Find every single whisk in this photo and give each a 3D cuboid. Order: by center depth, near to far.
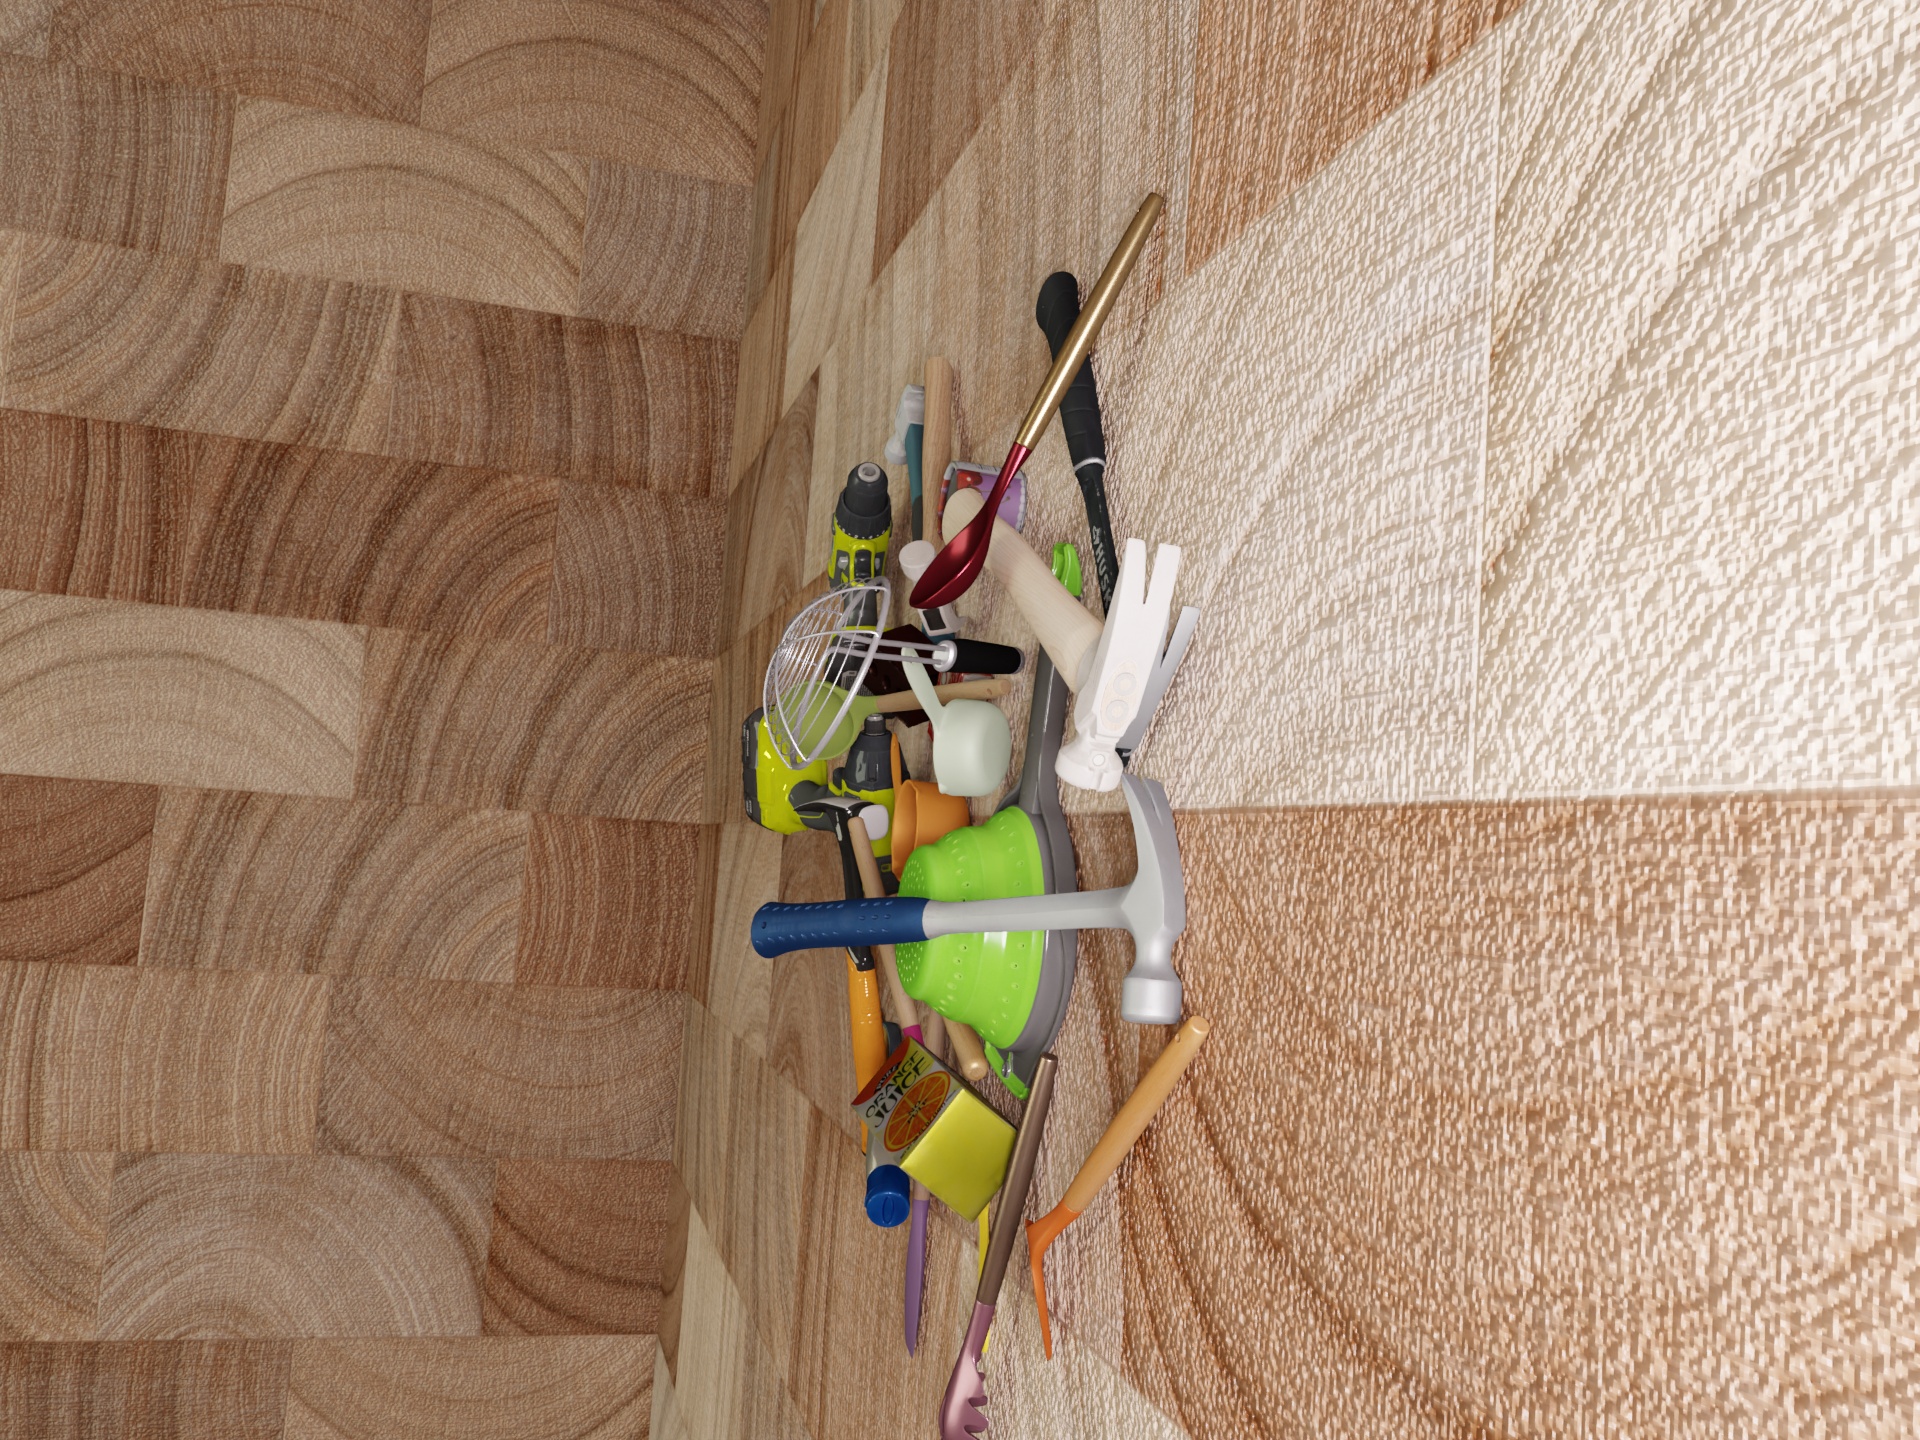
[{"bbox_3d":[-0.018,0.214,1.315,0.245,0.047,0.051,-116,29,-58],"label":"whisk"}]

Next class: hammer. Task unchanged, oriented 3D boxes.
[{"bbox_3d":[-0.011,0.125,1.051,0.405,0.035,0.144,-11,70,48],"label":"hammer"},{"bbox_3d":[0.049,-0.101,1.066,0.411,0.038,0.146,-120,42,-64],"label":"hammer"},{"bbox_3d":[0.090,-0.162,1.075,0.149,0.036,0.409,117,154,-50],"label":"hammer"},{"bbox_3d":[-0.021,-0.210,1.434,0.129,0.031,0.332,72,-166,-49],"label":"hammer"},{"bbox_3d":[-0.095,0.237,1.464,0.127,0.034,0.337,4,101,57],"label":"hammer"},{"bbox_3d":[-0.036,-0.198,1.541,0.128,0.033,0.331,112,157,-49],"label":"hammer"}]

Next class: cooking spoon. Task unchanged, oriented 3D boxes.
[{"bbox_3d":[-0.048,0.231,1.330,0.068,0.017,0.319,124,132,-65],"label":"cooking spoon"}]

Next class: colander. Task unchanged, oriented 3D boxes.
[{"bbox_3d":[0.018,0.067,1.140,0.204,0.094,0.397,-151,67,-73],"label":"colander"}]

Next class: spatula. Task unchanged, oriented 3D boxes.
[{"bbox_3d":[0.086,0.279,0.964,0.081,0.041,0.322,-98,25,-46],"label":"spatula"},{"bbox_3d":[-0.031,0.380,1.354,0.060,0.018,0.316,-164,79,-78],"label":"spatula"}]

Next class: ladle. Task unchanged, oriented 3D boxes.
[{"bbox_3d":[0.054,-0.208,1.068,0.315,0.031,0.069,-61,19,10],"label":"ladle"},{"bbox_3d":[-0.062,-0.010,1.360,0.320,0.062,0.078,-7,114,56],"label":"ladle"}]

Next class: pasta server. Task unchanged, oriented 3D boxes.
[{"bbox_3d":[0.032,0.381,1.110,0.060,0.040,0.316,-99,22,-80],"label":"pasta server"}]

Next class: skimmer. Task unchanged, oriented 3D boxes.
[{"bbox_3d":[-0.017,-0.030,1.069,0.127,0.090,0.363,-61,-23,13],"label":"skimmer"}]

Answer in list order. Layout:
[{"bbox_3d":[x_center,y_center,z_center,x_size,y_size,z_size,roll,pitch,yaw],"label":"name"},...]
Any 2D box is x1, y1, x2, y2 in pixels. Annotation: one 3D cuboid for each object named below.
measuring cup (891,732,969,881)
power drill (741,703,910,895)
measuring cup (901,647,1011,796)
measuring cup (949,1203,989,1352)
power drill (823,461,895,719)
[{"bbox_3d":[-0.030,0.070,1.395,0.174,0.052,0.095,-101,23,-51],"label":"measuring cup"},{"bbox_3d":[-0.127,0.060,1.563,0.223,0.080,0.171,19,115,51],"label":"power drill"},{"bbox_3d":[-0.002,-0.004,1.197,0.167,0.038,0.083,62,-140,-50],"label":"measuring cup"},{"bbox_3d":[0.005,0.391,1.193,0.062,0.029,0.157,118,155,-54],"label":"measuring cup"},{"bbox_3d":[-0.100,-0.133,1.634,0.190,0.080,0.229,105,164,-59],"label":"power drill"}]
